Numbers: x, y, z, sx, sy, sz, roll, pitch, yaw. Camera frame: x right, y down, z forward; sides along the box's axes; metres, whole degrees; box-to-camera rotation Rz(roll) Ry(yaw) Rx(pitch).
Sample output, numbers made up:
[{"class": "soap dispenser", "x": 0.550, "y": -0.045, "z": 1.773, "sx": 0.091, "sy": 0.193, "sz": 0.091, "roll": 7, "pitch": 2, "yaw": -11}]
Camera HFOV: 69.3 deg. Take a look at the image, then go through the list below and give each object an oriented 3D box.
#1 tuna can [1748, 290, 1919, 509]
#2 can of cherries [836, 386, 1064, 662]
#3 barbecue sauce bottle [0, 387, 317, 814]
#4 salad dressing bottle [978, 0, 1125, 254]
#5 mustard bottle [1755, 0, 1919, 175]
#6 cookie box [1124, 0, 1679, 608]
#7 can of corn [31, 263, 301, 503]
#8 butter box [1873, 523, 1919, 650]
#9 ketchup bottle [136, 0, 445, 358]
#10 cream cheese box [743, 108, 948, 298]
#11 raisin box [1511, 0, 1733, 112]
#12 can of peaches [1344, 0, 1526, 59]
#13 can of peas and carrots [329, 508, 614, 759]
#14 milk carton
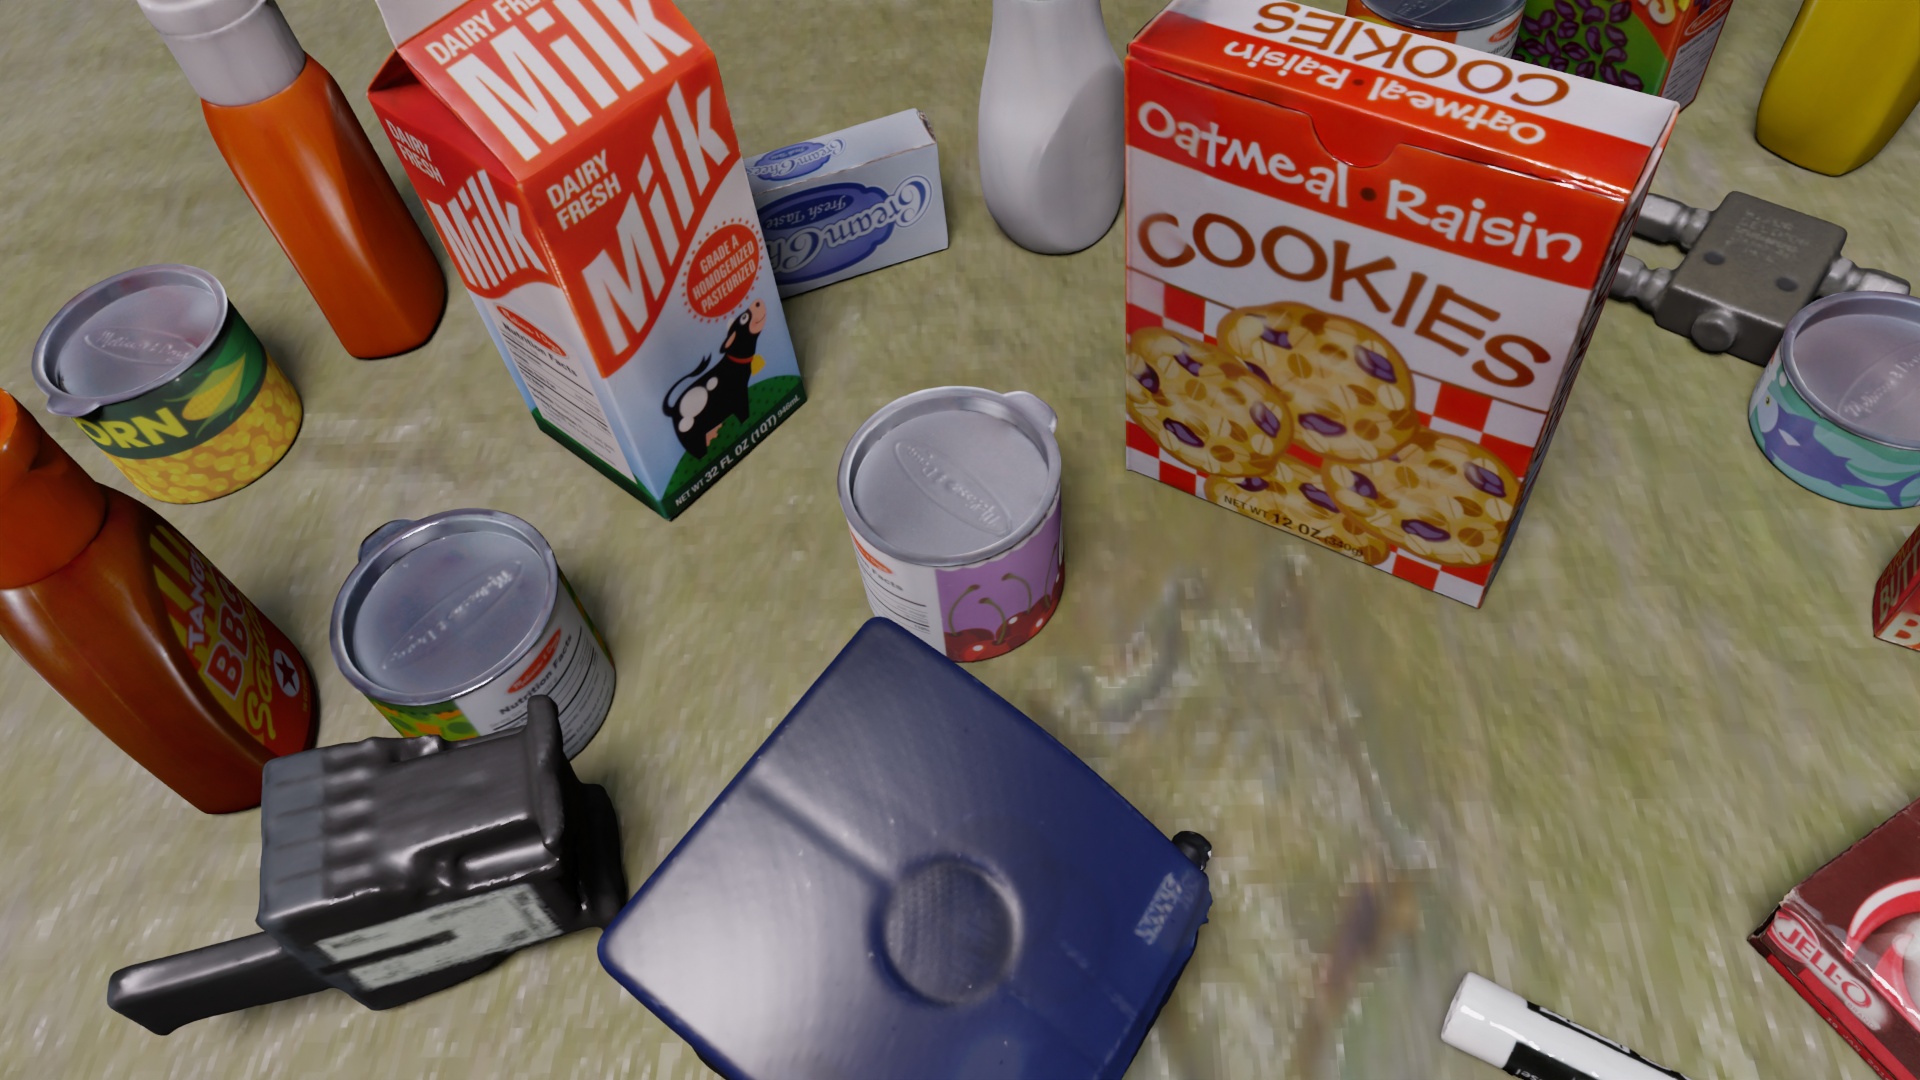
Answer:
[{"class": "tuna can", "x": 0.292, "y": -0.043, "z": 0.439, "sx": 0.071, "sy": 0.032, "sz": 0.071, "roll": -3, "pitch": 54, "yaw": 4}, {"class": "can of cherries", "x": 0.002, "y": -0.005, "z": 0.429, "sx": 0.071, "sy": 0.058, "sz": 0.072, "roll": -3, "pitch": 54, "yaw": 4}, {"class": "barbecue sauce bottle", "x": -0.233, "y": 0.018, "z": 0.384, "sx": 0.044, "sy": 0.147, "sz": 0.065, "roll": -18, "pitch": 55, "yaw": -6}, {"class": "salad dressing bottle", "x": 0.031, "y": -0.169, "z": 0.488, "sx": 0.044, "sy": 0.147, "sz": 0.064, "roll": 33, "pitch": 64, "yaw": 26}, {"class": "mustard bottle", "x": 0.324, "y": -0.202, "z": 0.471, "sx": 0.049, "sy": 0.159, "sz": 0.065, "roll": 37, "pitch": 66, "yaw": 28}, {"class": "cookie box", "x": 0.108, "y": -0.061, "z": 0.390, "sx": 0.123, "sy": 0.166, "sz": 0.040, "roll": 24, "pitch": 61, "yaw": 22}, {"class": "can of corn", "x": -0.282, "y": -0.053, "z": 0.497, "sx": 0.071, "sy": 0.058, "sz": 0.071, "roll": -3, "pitch": 54, "yaw": 4}, {"class": "butter box", "x": 0.315, "y": 0.021, "z": 0.377, "sx": 0.103, "sy": 0.053, "sz": 0.024, "roll": 20, "pitch": 59, "yaw": 19}, {"class": "ketchup bottle", "x": -0.233, "y": -0.136, "z": 0.494, "sx": 0.043, "sy": 0.148, "sz": 0.065, "roll": -14, "pitch": 54, "yaw": -3}, {"class": "cream cheese box", "x": -0.057, "y": -0.122, "z": 0.523, "sx": 0.104, "sy": 0.053, "sz": 0.024, "roll": -19, "pitch": 55, "yaw": -7}, {"class": "raisin box", "x": 0.245, "y": -0.224, "z": 0.518, "sx": 0.040, "sy": 0.122, "sz": 0.086, "roll": -35, "pitch": 58, "yaw": -17}, {"class": "can of peaches", "x": 0.182, "y": -0.198, "z": 0.547, "sx": 0.071, "sy": 0.057, "sz": 0.071, "roll": -3, "pitch": 54, "yaw": 4}, {"class": "can of peas and carrots", "x": -0.146, "y": 0.032, "z": 0.419, "sx": 0.071, "sy": 0.058, "sz": 0.071, "roll": -3, "pitch": 54, "yaw": 4}, {"class": "milk carton", "x": -0.113, "y": -0.100, "z": 0.429, "sx": 0.073, "sy": 0.189, "sz": 0.072, "roll": 33, "pitch": 64, "yaw": 26}]
